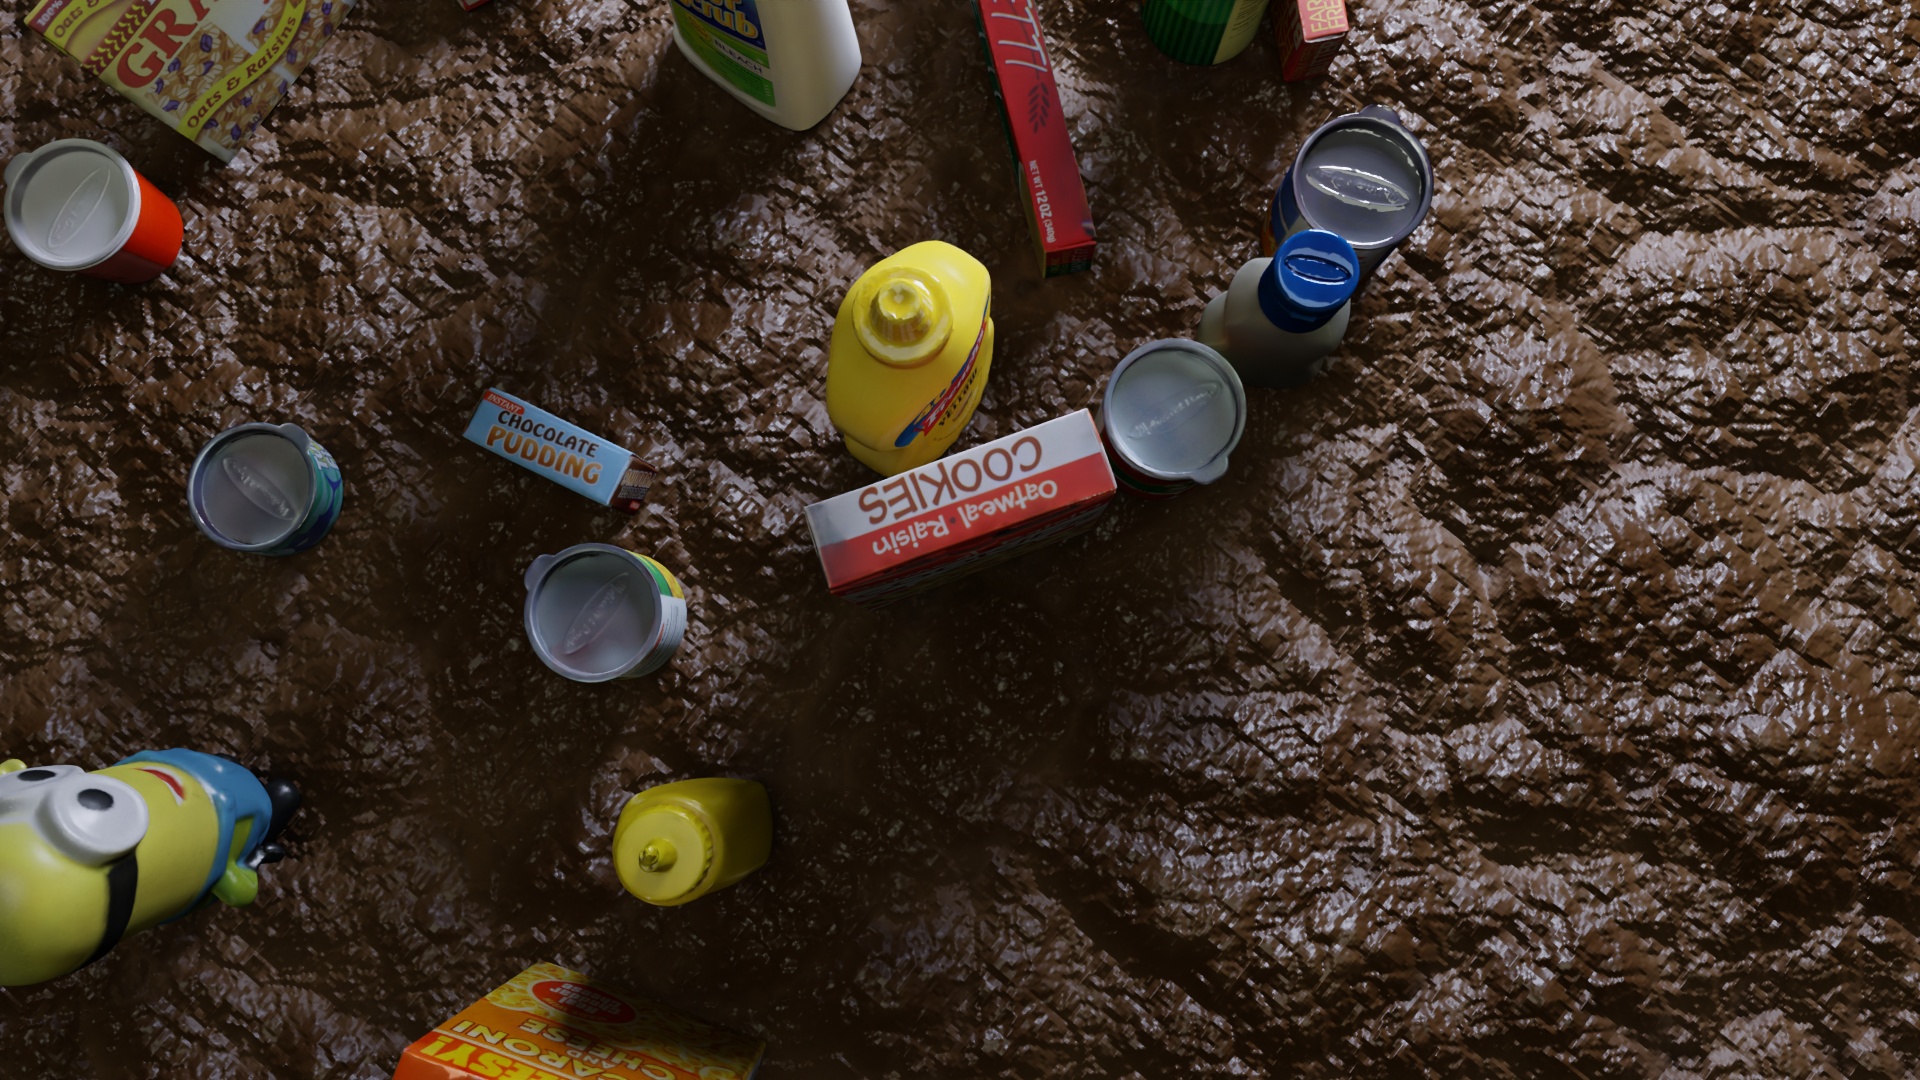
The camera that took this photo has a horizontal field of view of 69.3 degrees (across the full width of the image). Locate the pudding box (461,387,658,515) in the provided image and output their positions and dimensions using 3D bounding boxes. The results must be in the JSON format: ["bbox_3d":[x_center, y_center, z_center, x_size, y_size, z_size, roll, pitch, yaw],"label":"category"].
[{"bbox_3d":[-0.201,-0.044,0.701,0.084,0.049,0.030,25,86,4],"label":"pudding box"}]

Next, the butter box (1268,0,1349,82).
[{"bbox_3d":[0.174,-0.296,0.716,0.024,0.053,0.103,-10,84,1],"label":"butter box"}]

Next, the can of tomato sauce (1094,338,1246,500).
[{"bbox_3d":[0.101,-0.055,0.678,0.071,0.083,0.071,0,84,1],"label":"can of tomato sauce"}]

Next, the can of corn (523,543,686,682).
[{"bbox_3d":[-0.176,0.035,0.688,0.071,0.058,0.071,0,84,1],"label":"can of corn"}]

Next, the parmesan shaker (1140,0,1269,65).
[{"bbox_3d":[0.124,-0.287,0.691,0.071,0.103,0.071,0,85,1],"label":"parmesan shaker"}]

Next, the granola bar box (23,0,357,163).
[{"bbox_3d":[-0.361,-0.284,0.692,0.039,0.124,0.165,36,86,4],"label":"granola bar box"}]

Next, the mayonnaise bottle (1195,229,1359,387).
[{"bbox_3d":[0.151,-0.106,0.649,0.065,0.148,0.041,14,85,3],"label":"mayonnaise bottle"}]

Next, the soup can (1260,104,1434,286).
[{"bbox_3d":[0.189,-0.166,0.687,0.071,0.083,0.071,0,84,1],"label":"soup can"}]

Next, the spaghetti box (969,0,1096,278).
[{"bbox_3d":[0.026,-0.261,0.718,0.029,0.050,0.250,-14,84,0],"label":"spaghetti box"}]

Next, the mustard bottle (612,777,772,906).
[{"bbox_3d":[-0.125,0.135,0.625,0.065,0.160,0.049,-4,85,1],"label":"mustard bottle"}]

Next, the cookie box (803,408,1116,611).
[{"bbox_3d":[0.002,-0.008,0.633,0.123,0.167,0.040,-20,85,-1],"label":"cookie box"}]

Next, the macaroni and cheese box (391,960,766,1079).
[{"bbox_3d":[-0.161,0.240,0.612,0.124,0.166,0.040,18,85,3],"label":"macaroni and cheese box"}]

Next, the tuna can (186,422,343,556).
[{"bbox_3d":[-0.353,-0.027,0.711,0.071,0.033,0.071,0,84,1],"label":"tuna can"}]

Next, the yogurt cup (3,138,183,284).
[{"bbox_3d":[-0.443,-0.166,0.717,0.072,0.054,0.072,0,84,1],"label":"yogurt cup"}]
